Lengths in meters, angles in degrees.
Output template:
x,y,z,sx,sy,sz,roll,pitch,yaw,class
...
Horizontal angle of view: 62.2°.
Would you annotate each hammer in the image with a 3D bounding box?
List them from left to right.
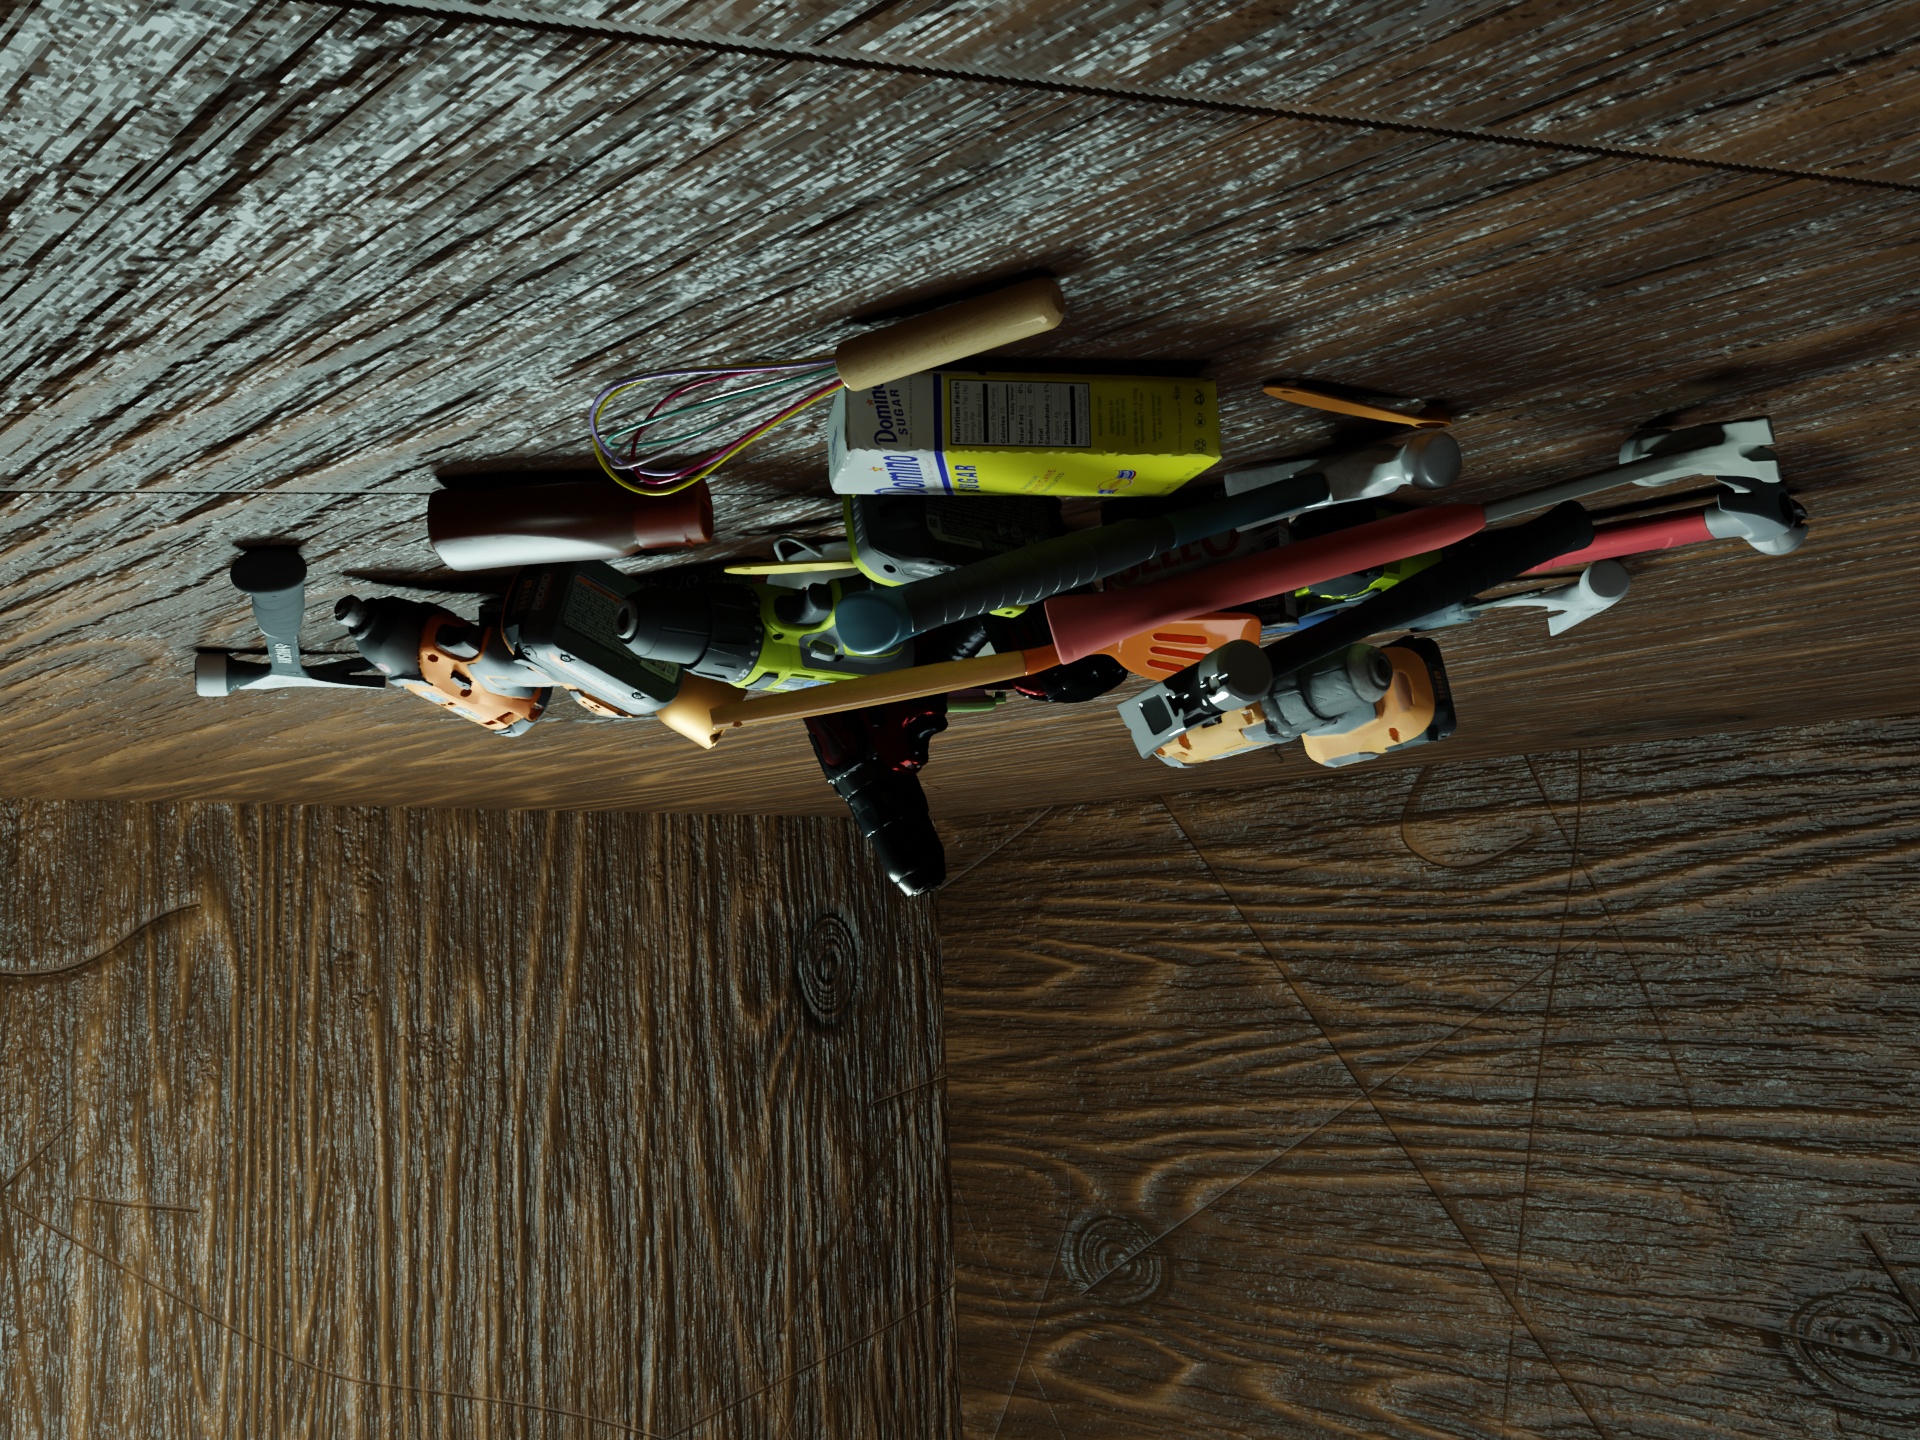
x,y,z,sx,sy,sz,roll,pitch,yaw,class
-0.497,-0.065,1.174,0.149,0.036,0.409,-1,172,-22,hammer
0.091,-0.092,0.812,0.331,0.033,0.128,-19,-171,-25,hammer
0.318,-0.086,1.302,0.405,0.035,0.144,-4,172,9,hammer
0.235,-0.059,0.897,0.335,0.035,0.146,-23,175,-26,hammer
0.221,-0.092,0.825,0.359,0.036,0.149,-15,-173,6,hammer
0.361,-0.112,1.107,0.386,0.038,0.143,-9,169,41,hammer

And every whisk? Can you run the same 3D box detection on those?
x,y,z,sx,sy,sz,roll,pitch,yaw,class
-0.064,-0.144,0.689,0.245,0.047,0.051,-11,168,30,whisk

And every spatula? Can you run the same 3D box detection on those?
x,y,z,sx,sy,sz,roll,pitch,yaw,class
0.016,-0.023,0.930,0.322,0.041,0.081,-11,146,-11,spatula

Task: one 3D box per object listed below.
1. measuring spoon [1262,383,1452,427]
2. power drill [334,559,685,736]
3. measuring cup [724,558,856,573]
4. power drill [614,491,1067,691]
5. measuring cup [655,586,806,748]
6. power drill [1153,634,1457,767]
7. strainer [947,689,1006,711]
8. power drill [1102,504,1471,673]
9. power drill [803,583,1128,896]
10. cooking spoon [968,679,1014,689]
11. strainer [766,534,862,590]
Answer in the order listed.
x,y,z,sx,sy,sz,roll,pitch,yaw,class
0.199,-0.160,0.795,0.116,0.011,0.021,5,180,-27,measuring spoon
-0.310,-0.053,1.082,0.226,0.084,0.164,-8,152,40,power drill
-0.079,-0.111,1.003,0.156,0.029,0.062,-3,173,20,measuring cup
-0.068,-0.076,0.905,0.190,0.080,0.228,6,157,-39,power drill
-0.158,-0.051,1.082,0.052,0.095,0.173,29,139,-12,measuring cup
0.269,-0.016,1.141,0.226,0.084,0.185,-2,168,-43,power drill
-0.055,-0.041,1.315,0.151,0.069,0.256,0,-179,11,strainer
0.208,-0.091,1.084,0.171,0.080,0.223,2,167,-40,power drill
-0.002,-0.003,1.065,0.226,0.188,0.080,-32,167,29,power drill
0.097,-0.052,1.348,0.318,0.017,0.069,-10,-158,-41,cooking spoon
-0.061,-0.090,1.135,0.087,0.050,0.258,-21,170,20,strainer
